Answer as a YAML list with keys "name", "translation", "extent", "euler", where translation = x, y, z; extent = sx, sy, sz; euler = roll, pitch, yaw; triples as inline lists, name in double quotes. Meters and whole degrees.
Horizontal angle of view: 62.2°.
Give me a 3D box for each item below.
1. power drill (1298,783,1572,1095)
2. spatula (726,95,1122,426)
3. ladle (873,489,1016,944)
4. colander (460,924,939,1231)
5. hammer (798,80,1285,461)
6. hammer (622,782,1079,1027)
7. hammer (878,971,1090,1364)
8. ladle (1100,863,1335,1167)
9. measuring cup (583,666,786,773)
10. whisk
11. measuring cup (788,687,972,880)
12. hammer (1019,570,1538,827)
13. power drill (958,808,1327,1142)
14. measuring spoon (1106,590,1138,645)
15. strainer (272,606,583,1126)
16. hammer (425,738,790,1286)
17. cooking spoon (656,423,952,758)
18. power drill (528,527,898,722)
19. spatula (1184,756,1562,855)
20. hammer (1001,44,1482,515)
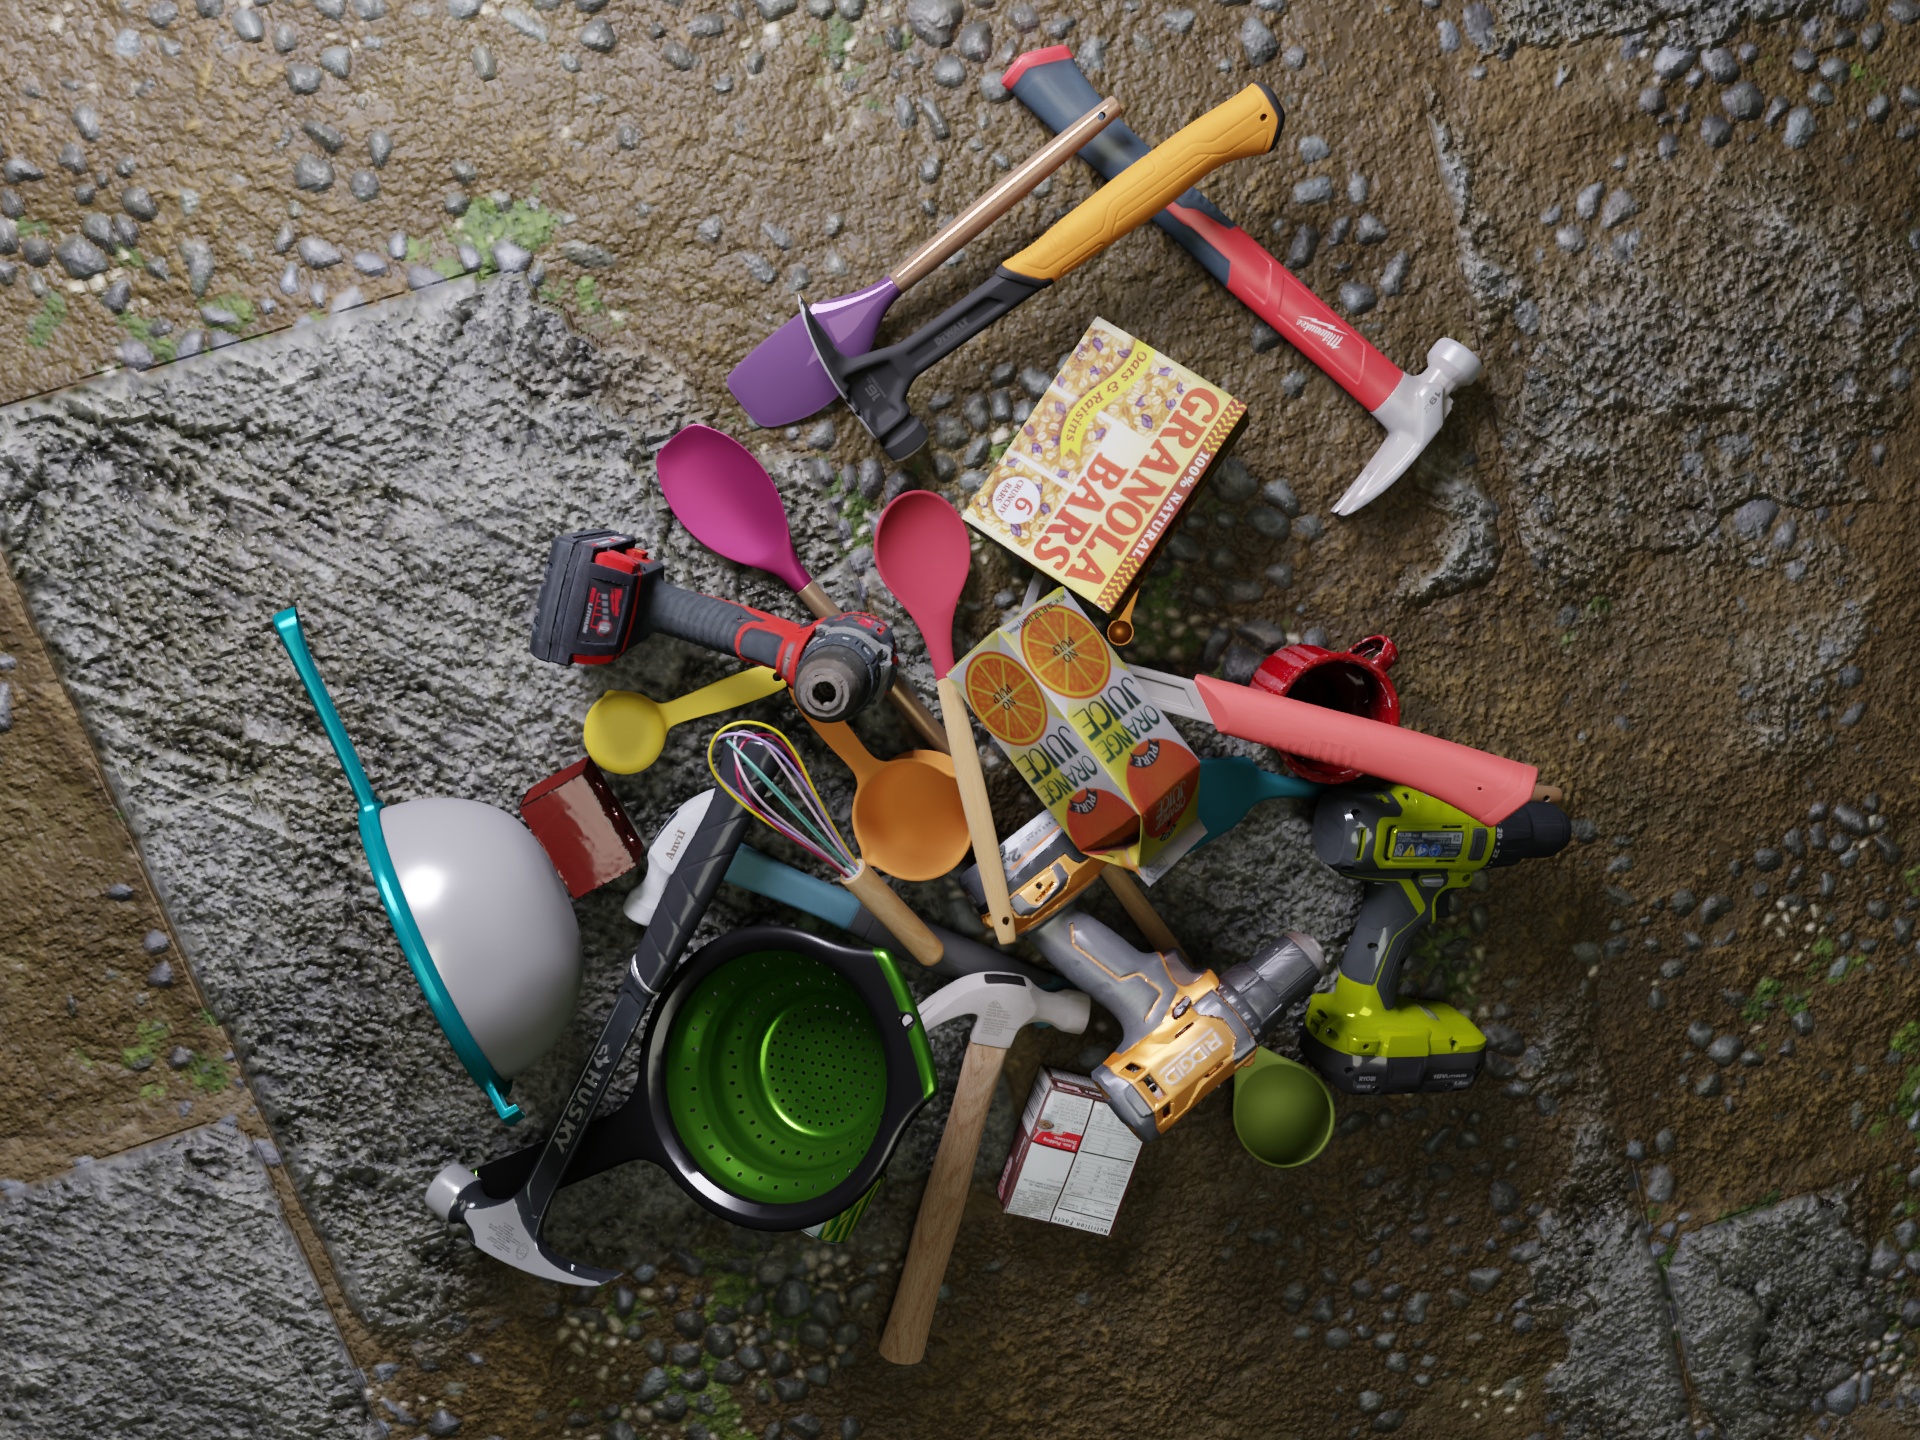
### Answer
- name: "power drill"
  translation: [0.347, 0.156, 1.177]
  extent: [0.190, 0.080, 0.228]
  euler: [2, 107, -14]
- name: "spatula"
  translation: [-0.021, -0.304, 1.055]
  extent: [0.316, 0.018, 0.059]
  euler: [-37, 106, 10]
- name: "ladle"
  translation: [-0.002, -0.003, 1.081]
  extent: [0.069, 0.031, 0.315]
  euler: [-10, 80, -15]
- name: "colander"
  translation: [-0.186, 0.279, 1.140]
  extent: [0.397, 0.094, 0.205]
  euler: [-25, 76, 16]
- name: "hammer"
  translation: [0.058, -0.311, 1.037]
  extent: [0.337, 0.034, 0.127]
  euler: [-33, 121, 8]
- name: "hammer"
  translation: [-0.066, 0.147, 1.154]
  extent: [0.331, 0.033, 0.128]
  euler: [25, 99, -12]
- name: "hammer"
  translation: [-0.009, 0.338, 1.185]
  extent: [0.130, 0.031, 0.331]
  euler: [12, 106, -10]
- name: "ladle"
  translation: [0.175, 0.201, 1.188]
  extent: [0.078, 0.062, 0.320]
  euler: [-34, 102, 12]
- name: "measuring cup"
  translation: [-0.187, -0.007, 1.106]
  extent: [0.156, 0.029, 0.062]
  euler: [-20, 104, -2]
- name: "whisk"
  translation: [-0.083, 0.087, 1.077]
  extent: [0.047, 0.051, 0.244]
  euler: [-51, 122, -19]
- name: "measuring cup"
  translation: [-0.055, 0.033, 1.125]
  extent: [0.095, 0.052, 0.173]
  euler: [-42, 87, 18]
- name: "hammer"
  translation: [0.206, -0.011, 1.076]
  extent: [0.359, 0.036, 0.149]
  euler: [16, 100, 18]
- name: "power drill"
  translation: [0.130, 0.151, 1.111]
  extent: [0.185, 0.084, 0.226]
  euler: [-37, 85, -9]
- name: "measuring spoon"
  translation: [0.121, -0.112, 1.139]
  extent: [0.021, 0.011, 0.117]
  euler: [7, 97, -9]
- name: "strainer"
  translation: [-0.322, 0.073, 1.015]
  extent: [0.095, 0.211, 0.340]
  euler: [-23, 108, -13]
- name: "hammer"
  translation: [-0.221, 0.194, 1.090]
  extent: [0.149, 0.036, 0.409]
  euler: [28, 94, 18]
- name: "cooking spoon"
  translation: [-0.093, -0.074, 1.111]
  extent: [0.069, 0.017, 0.318]
  euler: [-38, 104, 11]
- name: "power drill"
  translation: [-0.152, -0.053, 1.014]
  extent: [0.226, 0.188, 0.080]
  euler: [15, 101, 0]
- name: "spatula"
  translation: [0.303, 0.060, 1.181]
  extent: [0.317, 0.044, 0.082]
  euler: [1, 116, -10]
- name: "hammer"
  translation: [0.175, -0.306, 1.089]
  extent: [0.386, 0.038, 0.143]
  euler: [37, 96, -13]
